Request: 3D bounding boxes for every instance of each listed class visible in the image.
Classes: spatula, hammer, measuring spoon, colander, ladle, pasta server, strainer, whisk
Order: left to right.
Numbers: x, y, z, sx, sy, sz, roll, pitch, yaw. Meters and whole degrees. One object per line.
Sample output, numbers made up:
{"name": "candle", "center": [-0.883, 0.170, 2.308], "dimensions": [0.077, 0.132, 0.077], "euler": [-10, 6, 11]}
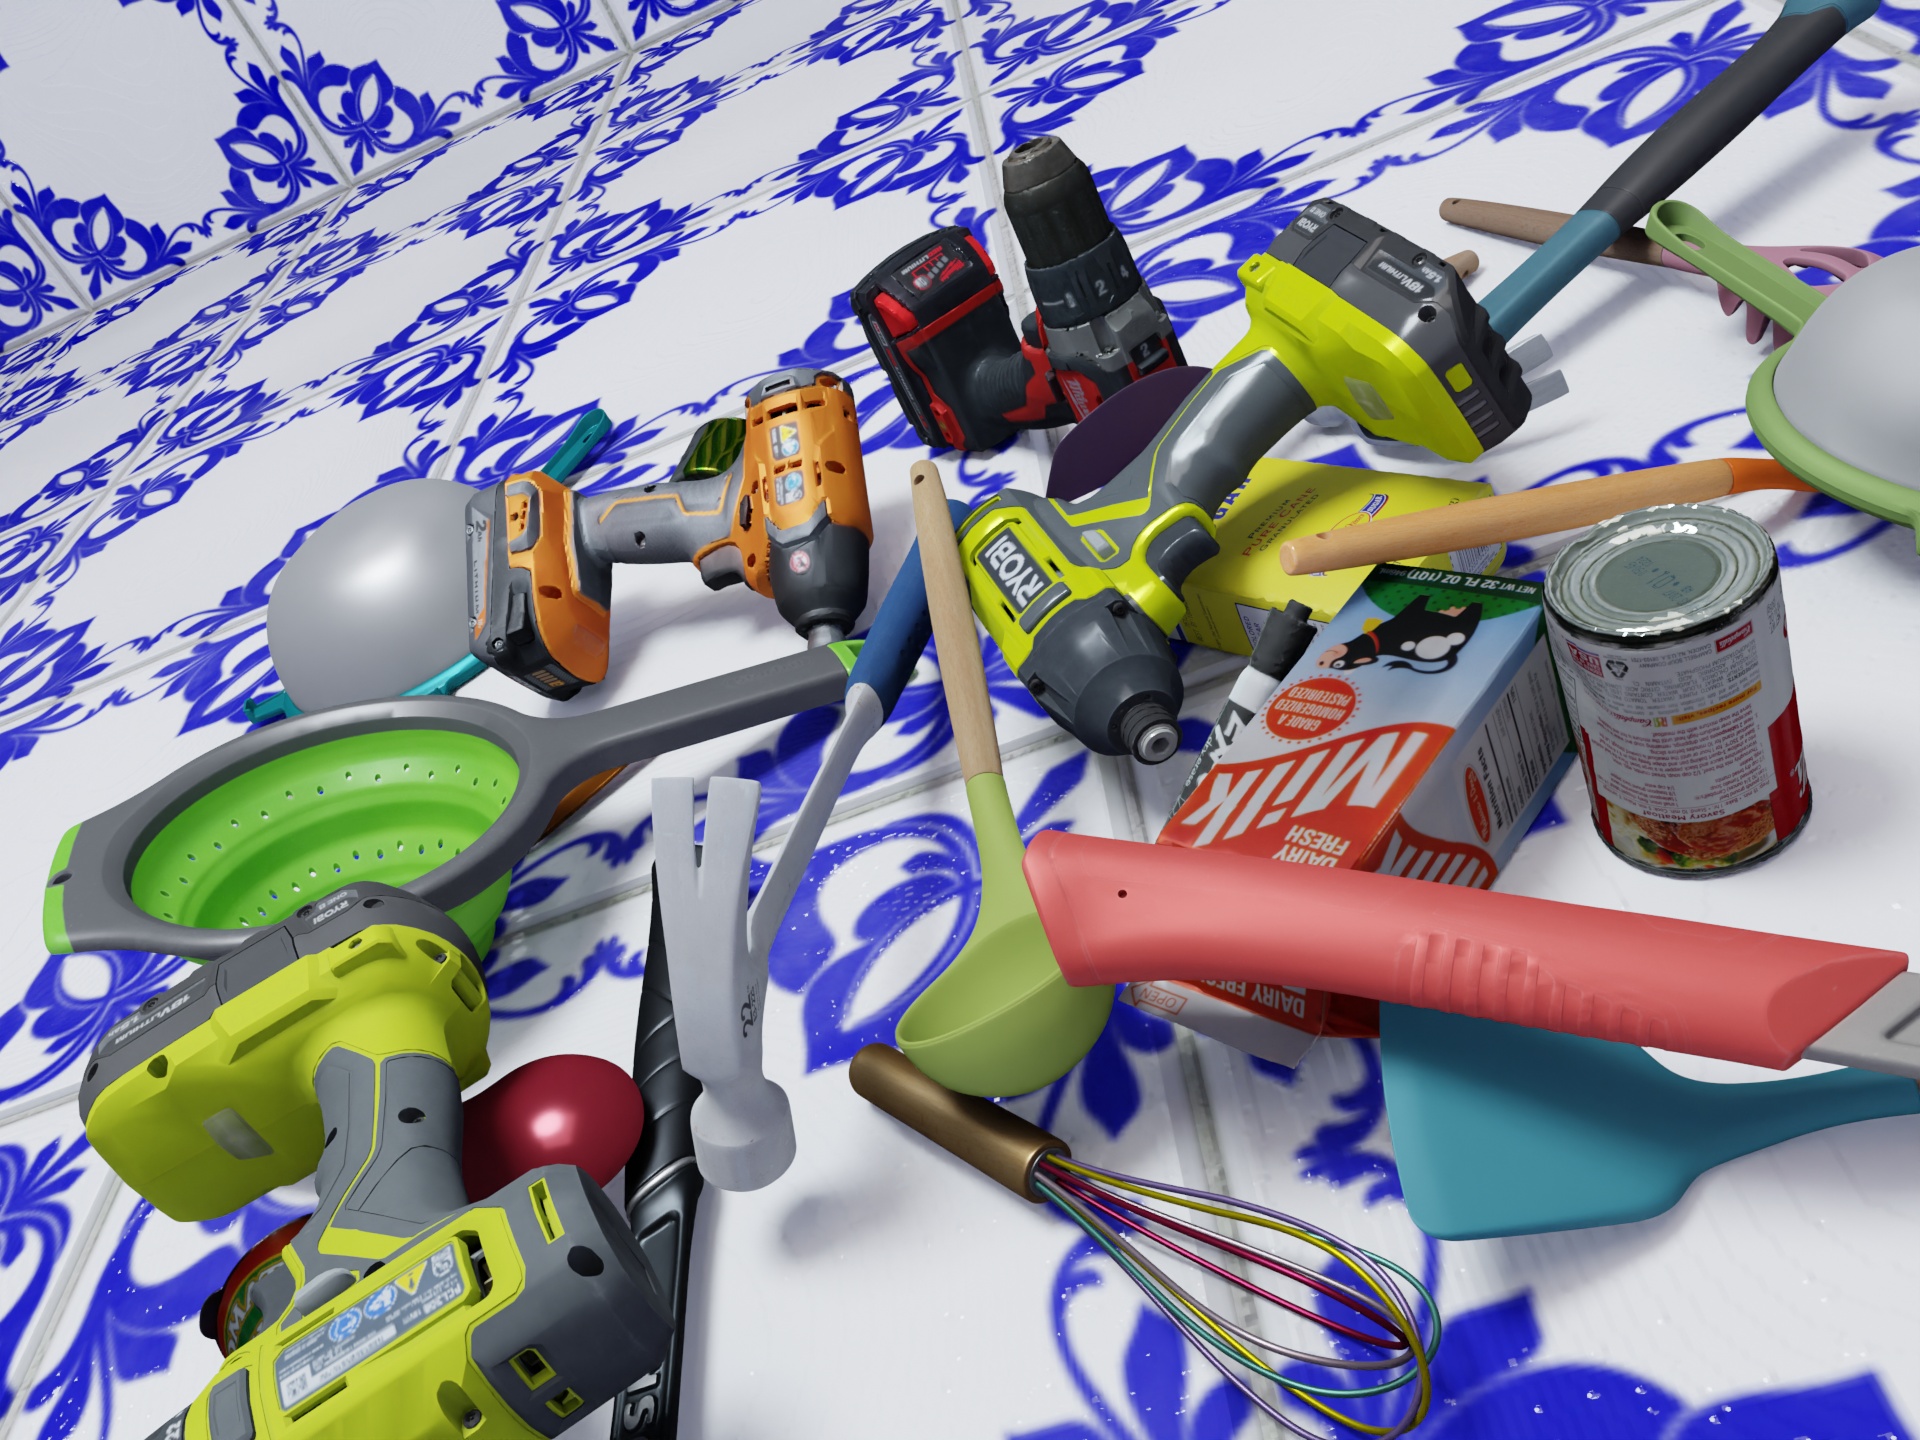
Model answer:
{"name": "ladle", "center": [-0.248, 0.168, 0.643], "dimensions": [0.315, 0.031, 0.069], "euler": [-13, 37, 35]}
{"name": "strainer", "center": [-0.350, -0.138, 1.081], "dimensions": [0.211, 0.095, 0.341], "euler": [-2, 43, 33]}
{"name": "colander", "center": [-0.205, 0.053, 0.756], "dimensions": [0.397, 0.094, 0.205], "euler": [-17, 31, -16]}
{"name": "measuring spoon", "center": [-0.186, 0.033, 0.823], "dimensions": [0.117, 0.011, 0.021], "euler": [-41, 35, -12]}
{"name": "hammer", "center": [-0.107, 0.182, 0.551], "dimensions": [0.149, 0.036, 0.409], "euler": [-22, 34, 10]}
{"name": "hammer", "center": [-0.042, -0.004, 0.662], "dimensions": [0.035, 0.144, 0.406], "euler": [2, 30, 11]}
{"name": "ladle", "center": [-0.001, -0.002, 0.604], "dimensions": [0.078, 0.062, 0.321], "euler": [-28, 46, 19]}
{"name": "whisk", "center": [0.042, 0.144, 0.490], "dimensions": [0.051, 0.047, 0.245], "euler": [-46, 35, -22]}
{"name": "spatula", "center": [0.160, -0.182, 0.790], "dimensions": [0.316, 0.059, 0.018], "euler": [-30, 60, -29]}
{"name": "hammer", "center": [0.316, -0.248, 0.769], "dimensions": [0.331, 0.033, 0.128], "euler": [-43, 29, -6]}
{"name": "pasta server", "center": [0.337, -0.230, 0.792], "dimensions": [0.060, 0.040, 0.316], "euler": [-31, 30, -5]}
{"name": "spatula", "center": [0.267, -0.096, 0.599], "dimensions": [0.322, 0.041, 0.081], "euler": [-12, 34, -15]}
{"name": "hammer", "center": [0.189, 0.060, 0.414], "dimensions": [0.359, 0.036, 0.149], "euler": [7, 61, 24]}
{"name": "strainer", "center": [0.347, -0.161, 0.595], "dimensions": [0.151, 0.069, 0.257], "euler": [-15, 43, -11]}
{"name": "spatula", "center": [0.272, 0.085, 0.405], "dimensions": [0.317, 0.044, 0.082], "euler": [-13, 44, 19]}

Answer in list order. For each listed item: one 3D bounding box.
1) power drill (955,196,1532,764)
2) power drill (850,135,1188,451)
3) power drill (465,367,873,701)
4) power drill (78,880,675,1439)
{"name": "power drill", "center": [0.107, -0.091, 0.643], "dimensions": [0.223, 0.080, 0.171], "euler": [-43, 37, 9]}
{"name": "power drill", "center": [0.030, -0.215, 0.844], "dimensions": [0.080, 0.187, 0.227], "euler": [-38, 31, -15]}
{"name": "power drill", "center": [-0.154, -0.085, 0.870], "dimensions": [0.226, 0.084, 0.164], "euler": [-16, 67, 16]}
{"name": "power drill", "center": [-0.208, 0.164, 0.491], "dimensions": [0.190, 0.080, 0.229], "euler": [-32, 36, -11]}
